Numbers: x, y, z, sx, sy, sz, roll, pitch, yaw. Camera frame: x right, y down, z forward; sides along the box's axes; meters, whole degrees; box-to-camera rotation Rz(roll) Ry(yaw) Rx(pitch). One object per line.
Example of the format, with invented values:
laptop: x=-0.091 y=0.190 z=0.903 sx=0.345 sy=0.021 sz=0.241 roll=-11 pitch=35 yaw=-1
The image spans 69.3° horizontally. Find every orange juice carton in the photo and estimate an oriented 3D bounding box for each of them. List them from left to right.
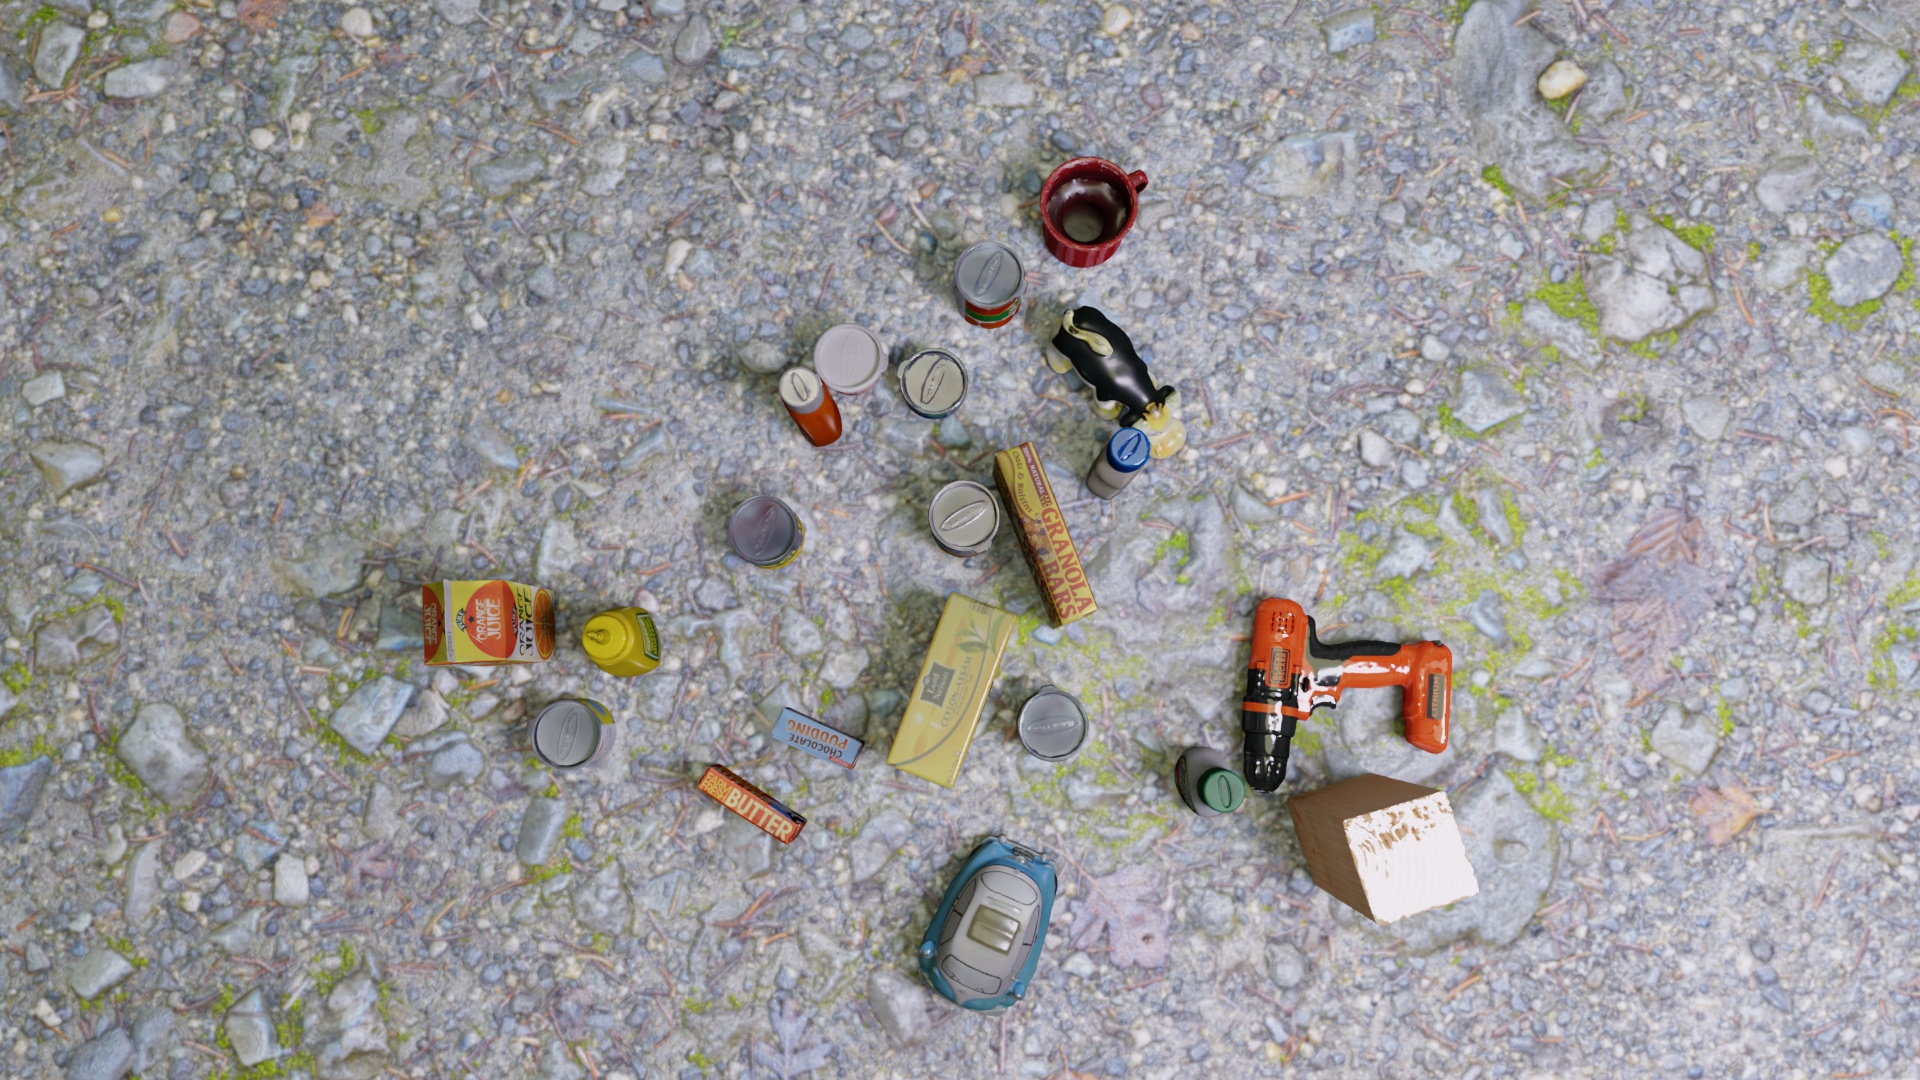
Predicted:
orange juice carton: x=-0.428 y=0.076 z=1.252 sx=0.073 sy=0.192 sz=0.072 roll=-4 pitch=84 yaw=0

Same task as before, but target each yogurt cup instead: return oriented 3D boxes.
yogurt cup: x=-0.107 y=-0.172 z=1.348 sx=0.072 sy=0.054 sz=0.072 roll=0 pitch=84 yaw=0

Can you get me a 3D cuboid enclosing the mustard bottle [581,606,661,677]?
mustard bottle: x=-0.312 y=0.091 z=1.266 sx=0.049 sy=0.160 sz=0.065 roll=-15 pitch=84 yaw=-1

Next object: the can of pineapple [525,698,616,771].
can of pineapple: x=-0.365 y=0.181 z=1.307 sx=0.071 sy=0.058 sz=0.071 roll=0 pitch=84 yaw=0

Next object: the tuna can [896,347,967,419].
tuna can: x=-0.028 y=-0.154 z=1.357 sx=0.071 sy=0.033 sz=0.071 roll=0 pitch=84 yaw=0

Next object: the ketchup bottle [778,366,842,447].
ketchup bottle: x=-0.141 y=-0.129 z=1.296 sx=0.043 sy=0.148 sz=0.065 roll=-25 pitch=85 yaw=-2

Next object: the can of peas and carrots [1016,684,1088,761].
can of peas and carrots: x=0.085 y=0.171 z=1.307 sx=0.071 sy=0.058 sz=0.071 roll=0 pitch=84 yaw=0

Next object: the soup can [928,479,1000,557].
soup can: x=0.005 y=-0.016 z=1.315 sx=0.071 sy=0.083 sz=0.071 roll=0 pitch=84 yaw=0

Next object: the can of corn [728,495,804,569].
can of corn: x=-0.182 y=-0.006 z=1.328 sx=0.071 sy=0.058 sz=0.071 roll=0 pitch=84 yaw=0

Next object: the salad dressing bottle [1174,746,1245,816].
salad dressing bottle: x=0.226 y=0.220 z=1.256 sx=0.044 sy=0.147 sz=0.064 roll=-9 pitch=84 yaw=-1

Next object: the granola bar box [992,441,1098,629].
granola bar box: x=0.078 y=-0.002 z=1.293 sx=0.039 sy=0.124 sz=0.165 roll=-21 pitch=84 yaw=-2

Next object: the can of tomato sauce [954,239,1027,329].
can of tomato sauce: x=0.029 y=-0.245 z=1.341 sx=0.071 sy=0.083 sz=0.071 roll=0 pitch=84 yaw=0

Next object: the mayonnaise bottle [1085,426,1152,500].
mayonnaise bottle: x=0.149 y=-0.076 z=1.289 sx=0.041 sy=0.148 sz=0.065 roll=36 pitch=86 yaw=4

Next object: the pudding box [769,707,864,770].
pudding box: x=-0.134 y=0.187 z=1.310 sx=0.084 sy=0.049 sz=0.030 roll=24 pitch=85 yaw=3

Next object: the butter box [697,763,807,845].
butter box: x=-0.195 y=0.247 z=1.302 sx=0.103 sy=0.053 sz=0.024 roll=32 pitch=85 yaw=3
